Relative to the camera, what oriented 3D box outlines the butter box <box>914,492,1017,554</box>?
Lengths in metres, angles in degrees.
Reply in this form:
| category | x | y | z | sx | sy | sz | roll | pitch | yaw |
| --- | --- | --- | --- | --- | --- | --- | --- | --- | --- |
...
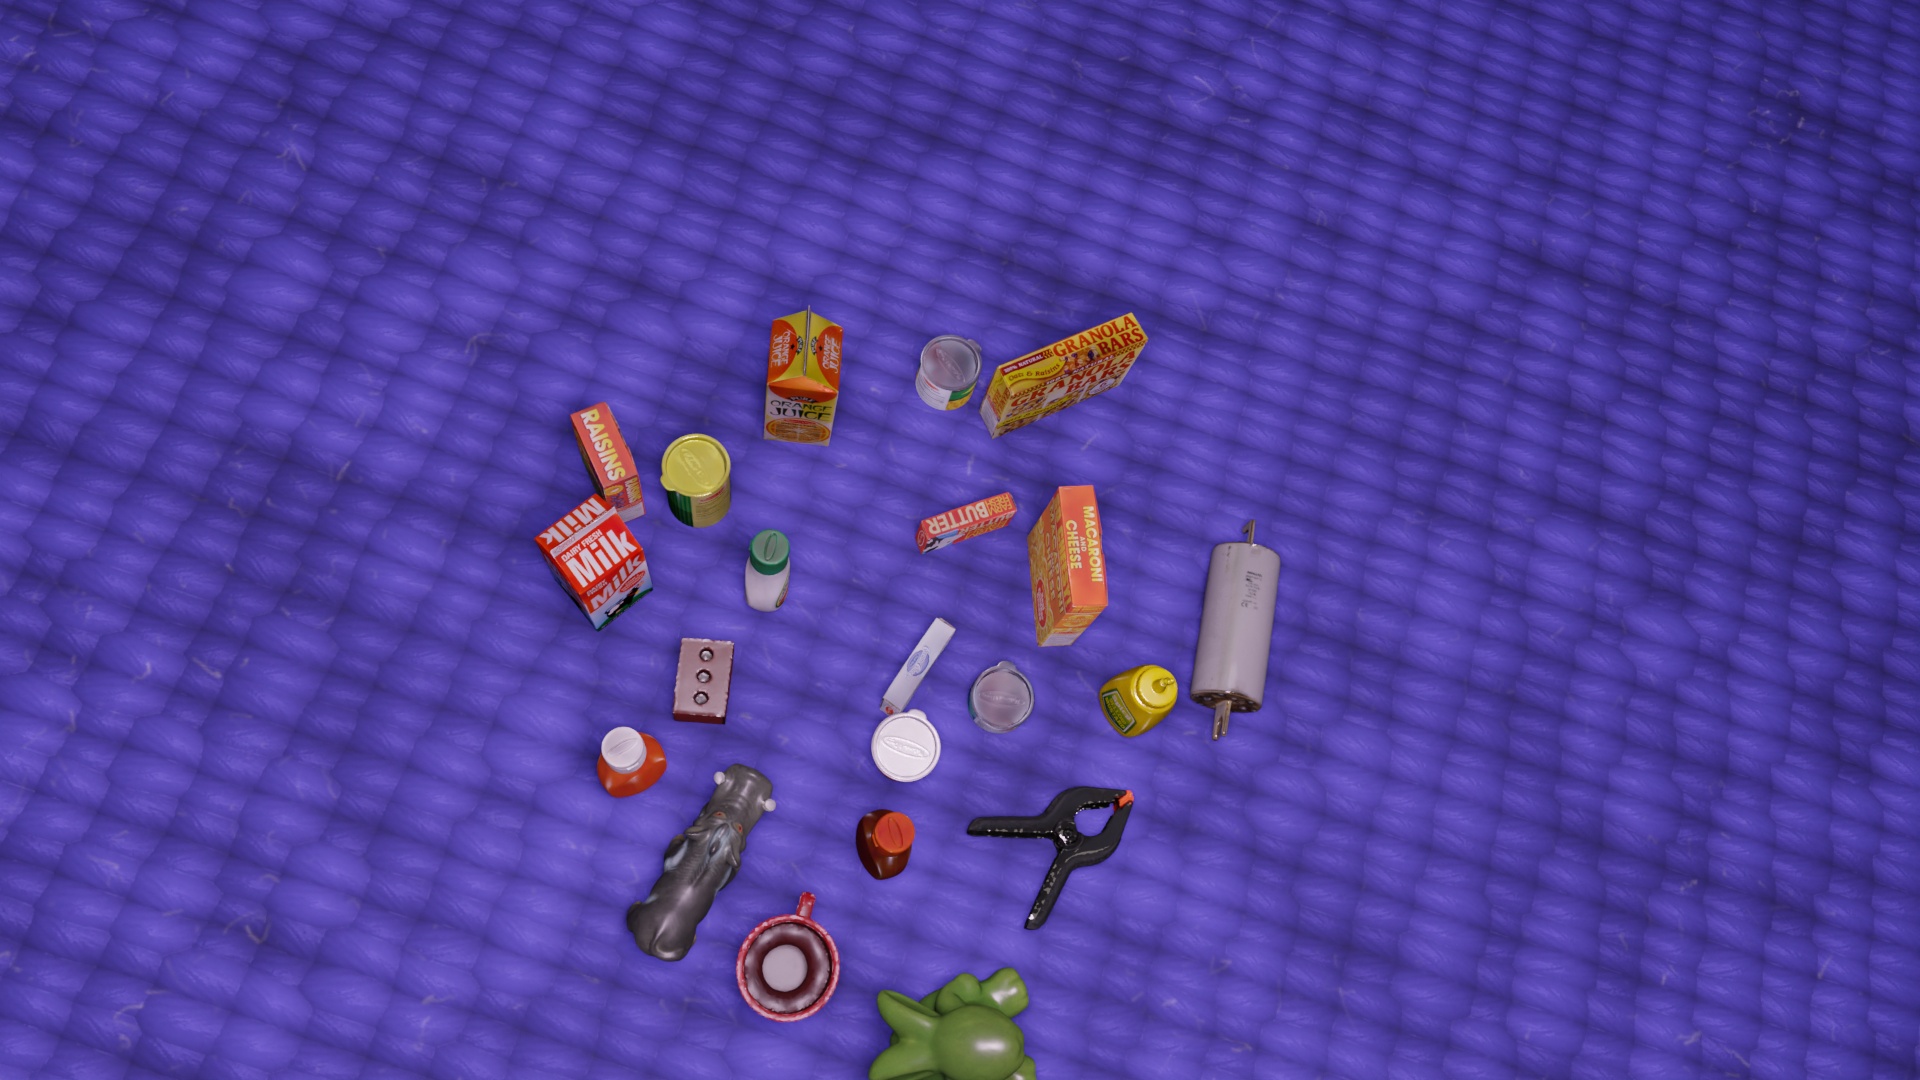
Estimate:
| category | x | y | z | sx | sy | sz | roll | pitch | yaw |
| --- | --- | --- | --- | --- | --- | --- | --- | --- | --- |
| butter box | 0.005 | -0.018 | 1.469 | 0.104 | 0.053 | 0.024 | -19 | 76 | -15 |

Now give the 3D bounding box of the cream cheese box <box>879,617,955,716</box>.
| category | x | y | z | sx | sy | sz | roll | pitch | yaw |
| --- | --- | --- | --- | --- | --- | --- | --- | --- | --- |
| cream cheese box | -0.045 | 0.130 | 1.411 | 0.024 | 0.053 | 0.104 | 33 | 70 | 2 |

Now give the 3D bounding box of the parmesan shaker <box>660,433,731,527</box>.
| category | x | y | z | sx | sy | sz | roll | pitch | yaw |
| --- | --- | --- | --- | --- | --- | --- | --- | --- | --- |
| parmesan shaker | -0.269 | -0.058 | 1.410 | 0.071 | 0.102 | 0.071 | 3 | 72 | -8 |

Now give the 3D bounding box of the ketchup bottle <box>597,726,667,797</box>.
| category | x | y | z | sx | sy | sz | roll | pitch | yaw |
| --- | --- | --- | --- | --- | --- | --- | --- | --- | --- |
| ketchup bottle | -0.308 | 0.205 | 1.293 | 0.065 | 0.148 | 0.043 | -29 | 79 | -16 |

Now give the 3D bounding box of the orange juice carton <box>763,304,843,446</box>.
| category | x | y | z | sx | sy | sz | roll | pitch | yaw |
| --- | --- | --- | --- | --- | --- | --- | --- | --- | --- |
| orange juice carton | -0.161 | -0.166 | 1.416 | 0.073 | 0.192 | 0.072 | 5 | 72 | -7 |

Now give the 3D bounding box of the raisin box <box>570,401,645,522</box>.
| category | x | y | z | sx | sy | sz | roll | pitch | yaw |
| --- | --- | --- | --- | --- | --- | --- | --- | --- | --- |
| raisin box | -0.351 | -0.075 | 1.392 | 0.040 | 0.123 | 0.086 | -23 | 77 | -15 |

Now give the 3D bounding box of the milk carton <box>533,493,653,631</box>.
| category | x | y | z | sx | sy | sz | roll | pitch | yaw |
| --- | --- | --- | --- | --- | --- | --- | --- | --- | --- |
| milk carton | -0.350 | 0.018 | 1.326 | 0.072 | 0.190 | 0.073 | -39 | 82 | -18 |

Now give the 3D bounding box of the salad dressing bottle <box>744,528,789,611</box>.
| category | x | y | z | sx | sy | sz | roll | pitch | yaw |
| --- | --- | --- | --- | --- | --- | --- | --- | --- | --- |
| salad dressing bottle | -0.190 | 0.028 | 1.371 | 0.044 | 0.147 | 0.064 | 14 | 71 | -5 |

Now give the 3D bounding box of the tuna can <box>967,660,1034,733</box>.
| category | x | y | z | sx | sy | sz | roll | pitch | yaw |
| --- | --- | --- | --- | --- | --- | --- | --- | --- | --- |
| tuna can | 0.041 | 0.161 | 1.426 | 0.071 | 0.032 | 0.071 | 3 | 72 | -8 |

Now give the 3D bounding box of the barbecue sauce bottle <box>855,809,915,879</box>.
| category | x | y | z | sx | sy | sz | roll | pitch | yaw |
| --- | --- | --- | --- | --- | --- | --- | --- | --- | --- |
| barbecue sauce bottle | -0.070 | 0.282 | 1.306 | 0.044 | 0.148 | 0.065 | -17 | 76 | -14 |

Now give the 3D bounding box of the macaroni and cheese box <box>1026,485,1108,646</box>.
| category | x | y | z | sx | sy | sz | roll | pitch | yaw |
| --- | --- | --- | --- | --- | --- | --- | --- | --- | --- |
| macaroni and cheese box | 0.107 | 0.028 | 1.409 | 0.040 | 0.166 | 0.124 | -2 | 73 | -10 |

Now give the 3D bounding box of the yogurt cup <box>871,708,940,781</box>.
| category | x | y | z | sx | sy | sz | roll | pitch | yaw |
| --- | --- | --- | --- | --- | --- | --- | --- | --- | --- |
| yogurt cup | -0.057 | 0.209 | 1.383 | 0.072 | 0.053 | 0.072 | 3 | 72 | -8 |

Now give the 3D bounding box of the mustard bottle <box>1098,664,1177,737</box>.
| category | x | y | z | sx | sy | sz | roll | pitch | yaw |
| --- | --- | --- | --- | --- | --- | --- | --- | --- | --- |
| mustard bottle | 0.182 | 0.154 | 1.383 | 0.049 | 0.159 | 0.065 | -28 | 79 | -16 |

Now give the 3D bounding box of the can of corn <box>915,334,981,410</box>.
| category | x | y | z | sx | sy | sz | roll | pitch | yaw |
| --- | --- | --- | --- | --- | --- | --- | --- | --- | --- |
| can of corn | -0.012 | -0.184 | 1.518 | 0.071 | 0.058 | 0.071 | 3 | 72 | -8 |

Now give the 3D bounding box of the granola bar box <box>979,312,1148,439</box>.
| category | x | y | z | sx | sy | sz | roll | pitch | yaw |
| --- | --- | --- | --- | --- | --- | --- | --- | --- | --- |
| granola bar box | 0.108 | -0.178 | 1.500 | 0.166 | 0.123 | 0.039 | -24 | 78 | -16 |
